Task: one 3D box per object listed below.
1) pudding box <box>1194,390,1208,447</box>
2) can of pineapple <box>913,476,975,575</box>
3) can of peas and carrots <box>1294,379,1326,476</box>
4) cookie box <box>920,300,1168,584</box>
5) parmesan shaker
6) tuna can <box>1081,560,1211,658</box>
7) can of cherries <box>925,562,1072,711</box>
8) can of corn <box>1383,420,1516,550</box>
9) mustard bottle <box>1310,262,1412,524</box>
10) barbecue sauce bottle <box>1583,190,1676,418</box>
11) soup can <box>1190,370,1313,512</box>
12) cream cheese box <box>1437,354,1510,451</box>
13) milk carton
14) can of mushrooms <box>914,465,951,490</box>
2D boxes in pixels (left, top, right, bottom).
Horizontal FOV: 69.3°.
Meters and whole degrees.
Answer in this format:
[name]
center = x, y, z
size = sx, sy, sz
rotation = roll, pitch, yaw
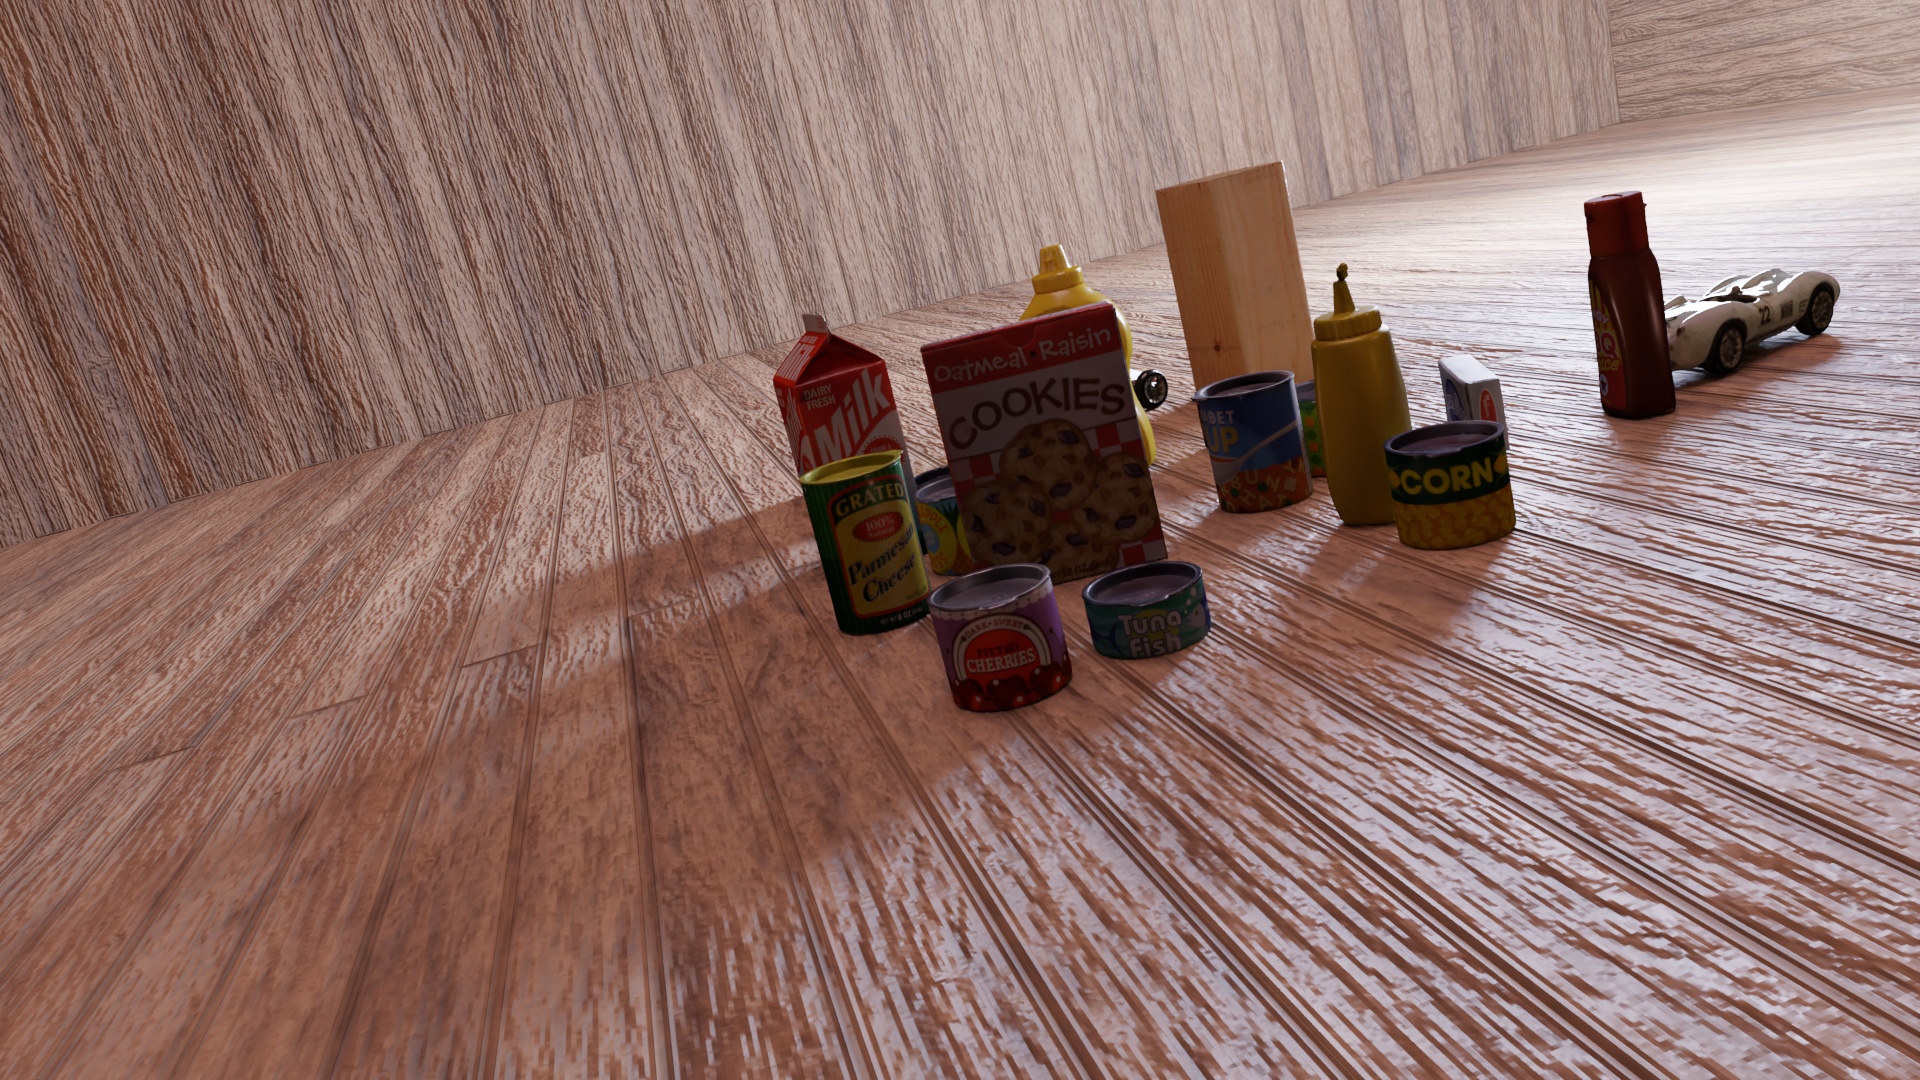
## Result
[pudding box]
center = 0.215, -0.095, 1.112
size = 0.030, 0.049, 0.084
rotation = -14, 14, -2
[can of pineapple]
center = 0.003, -0.012, 0.979
size = 0.071, 0.057, 0.071
rotation = -13, 14, 3
[can of peas and carrots]
center = 0.262, -0.082, 1.003
size = 0.071, 0.058, 0.071
rotation = -13, 14, 3
[cookie box]
center = 0.053, -0.057, 0.882
size = 0.123, 0.167, 0.040
rotation = -13, 14, 1
[parmesan shaker]
center = -0.057, 0.001, 0.895
size = 0.071, 0.102, 0.071
rotation = -13, 14, 3
[tuna can]
center = 0.101, 0.038, 0.750
size = 0.071, 0.032, 0.071
rotation = -13, 14, 3
[can of cherries]
center = 0.021, 0.051, 0.724
size = 0.071, 0.058, 0.072
rotation = -13, 14, 3
[can of corn]
center = 0.280, -0.031, 0.796
size = 0.071, 0.058, 0.071
rotation = -13, 14, 3
[mustard bottle]
center = 0.245, -0.092, 0.852
size = 0.049, 0.159, 0.065
rotation = -4, 17, 35
[barbecue sauce bottle]
center = 0.453, -0.160, 0.944
size = 0.043, 0.148, 0.065
rotation = -12, 14, 9
[soup can]
center = 0.200, -0.067, 0.954
size = 0.071, 0.083, 0.071
rotation = -13, 14, 3
[cream cheese box]
center = 0.360, -0.096, 0.977
size = 0.024, 0.053, 0.104
rotation = -11, 15, 12
[milk carton]
center = -0.086, -0.076, 1.034
size = 0.073, 0.190, 0.072
rotation = -18, 15, -17
[can of mushrooms]
center = -0.006, -0.040, 1.141
size = 0.071, 0.033, 0.071
rotation = -13, 14, 3
